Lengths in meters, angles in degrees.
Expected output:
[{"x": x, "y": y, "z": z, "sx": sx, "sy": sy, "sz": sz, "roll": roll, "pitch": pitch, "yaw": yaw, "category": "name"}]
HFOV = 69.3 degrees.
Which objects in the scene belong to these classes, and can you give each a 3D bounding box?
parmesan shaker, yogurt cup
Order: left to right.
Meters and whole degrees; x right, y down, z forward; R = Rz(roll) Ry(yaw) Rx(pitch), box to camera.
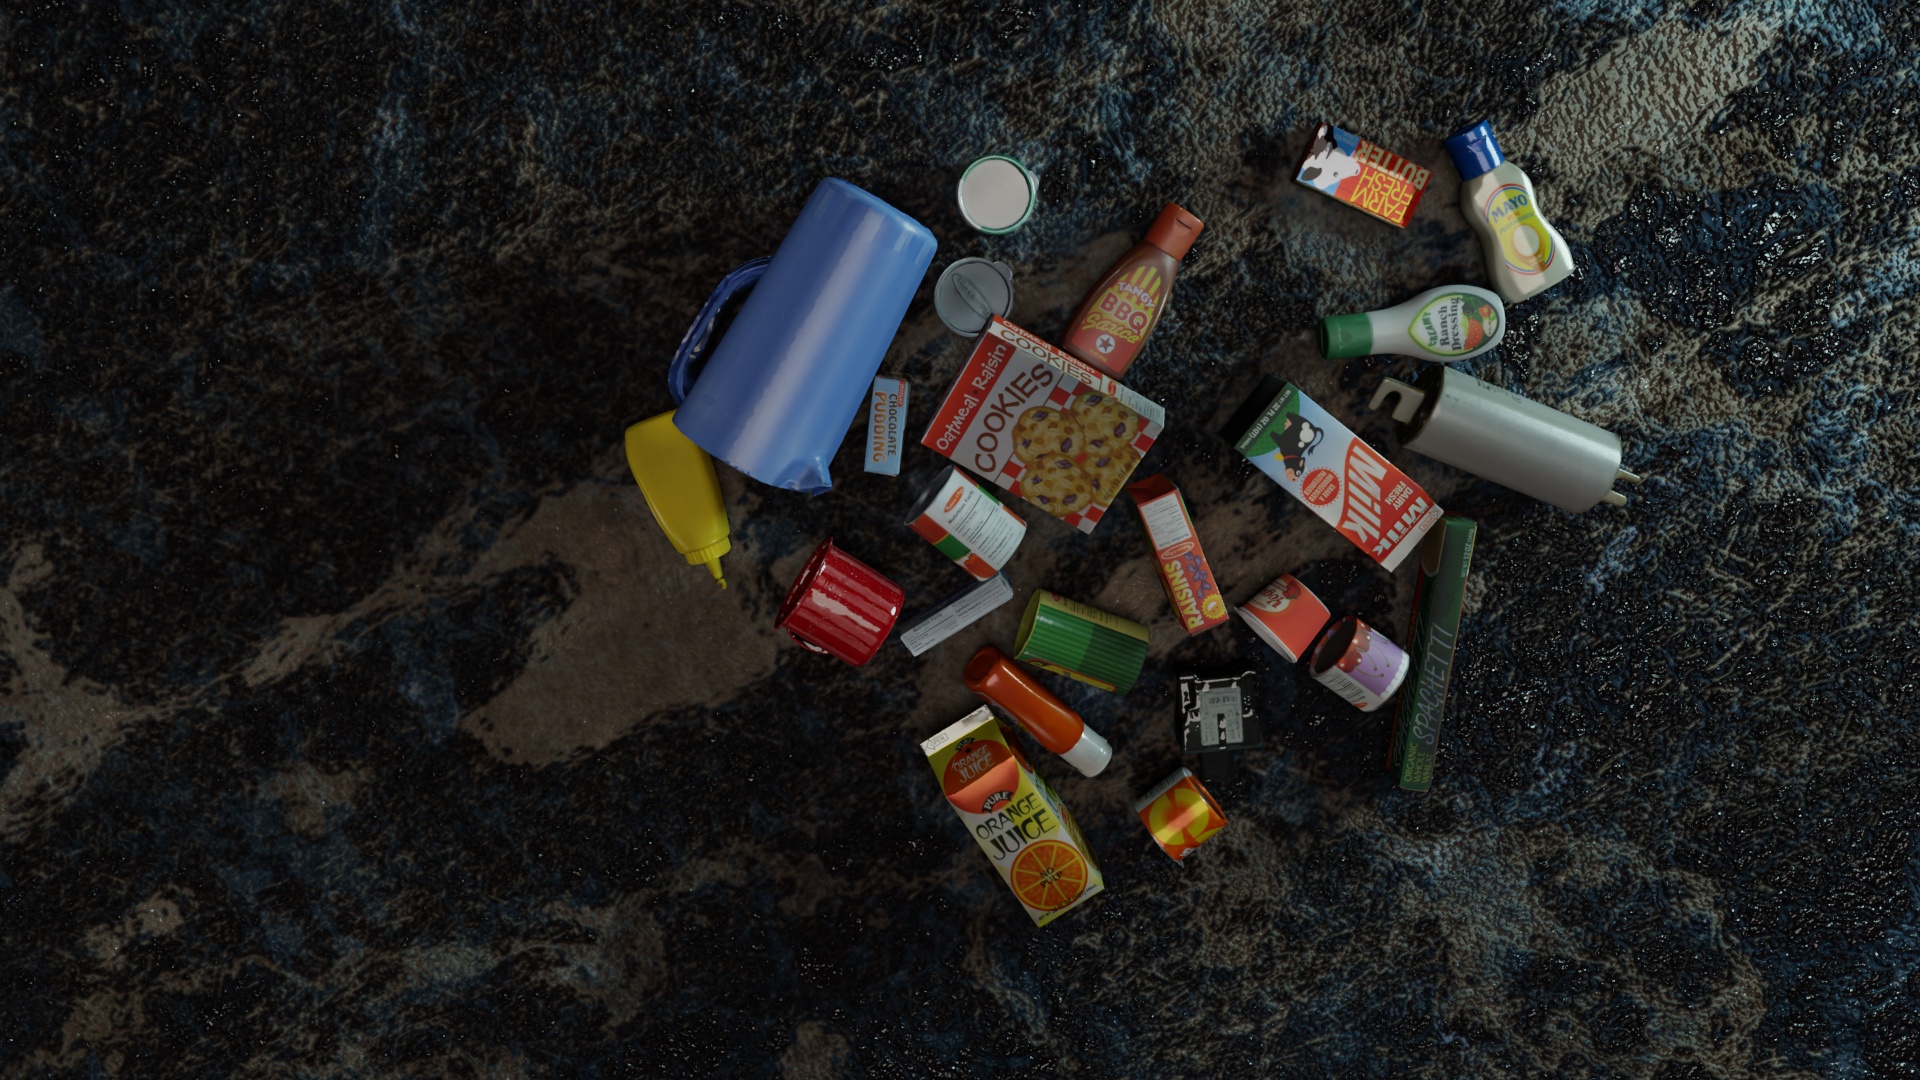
[{"x": 0.105, "y": 0.090, "z": 1.212, "sx": 0.103, "sy": 0.071, "sz": 0.071, "roll": 20, "pitch": 102, "yaw": -5, "category": "parmesan shaker"}, {"x": 0.285, "y": 0.066, "z": 1.215, "sx": 0.072, "sy": 0.072, "sz": 0.054, "roll": 44, "pitch": 90, "yaw": -9, "category": "yogurt cup"}]

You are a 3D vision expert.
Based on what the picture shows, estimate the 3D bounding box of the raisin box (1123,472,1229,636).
[{"x": 0.184, "y": 0.010, "z": 1.189, "sx": 0.040, "sy": 0.086, "sz": 0.123, "roll": -23, "pitch": 102, "yaw": 3, "category": "raisin box"}]

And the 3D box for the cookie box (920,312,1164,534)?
[{"x": 0.068, "y": -0.097, "z": 1.169, "sx": 0.167, "sy": 0.040, "sz": 0.122, "roll": 28, "pitch": 122, "yaw": -7, "category": "cookie box"}]

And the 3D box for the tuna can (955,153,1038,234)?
[{"x": 0.031, "y": -0.287, "z": 1.149, "sx": 0.071, "sy": 0.033, "sz": 0.071, "roll": 0, "pitch": 103, "yaw": 0, "category": "tuna can"}]

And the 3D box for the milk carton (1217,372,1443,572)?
[{"x": 0.319, "y": -0.055, "z": 1.183, "sx": 0.190, "sy": 0.073, "sz": 0.072, "roll": 38, "pitch": 99, "yaw": -9, "category": "milk carton"}]

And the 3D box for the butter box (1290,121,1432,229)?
[{"x": 0.333, "y": -0.303, "z": 1.155, "sx": 0.103, "sy": 0.024, "sz": 0.053, "roll": 22, "pitch": 102, "yaw": -5, "category": "butter box"}]

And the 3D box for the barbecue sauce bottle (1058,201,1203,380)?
[{"x": 0.147, "y": -0.211, "z": 1.162, "sx": 0.065, "sy": 0.044, "sz": 0.148, "roll": 32, "pitch": 100, "yaw": -10, "category": "barbecue sauce bottle"}]

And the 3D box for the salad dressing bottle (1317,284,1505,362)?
[{"x": 0.379, "y": -0.179, "z": 1.172, "sx": 0.148, "sy": 0.044, "sz": 0.064, "roll": -7, "pitch": 101, "yaw": 1, "category": "salad dressing bottle"}]

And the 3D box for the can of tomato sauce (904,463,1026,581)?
[{"x": 0.004, "y": -0.015, "z": 1.190, "sx": 0.083, "sy": 0.071, "sz": 0.071, "roll": 38, "pitch": 99, "yaw": -12, "category": "can of tomato sauce"}]

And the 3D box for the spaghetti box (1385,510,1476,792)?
[{"x": 0.416, "y": 0.099, "z": 1.230, "sx": 0.029, "sy": 0.050, "sz": 0.249, "roll": 6, "pitch": 102, "yaw": 0, "category": "spaghetti box"}]

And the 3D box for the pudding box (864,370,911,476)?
[{"x": -0.061, "y": -0.100, "z": 1.180, "sx": 0.030, "sy": 0.050, "sz": 0.083, "roll": 7, "pitch": 102, "yaw": -1, "category": "pudding box"}]

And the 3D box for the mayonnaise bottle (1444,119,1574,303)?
[{"x": 0.450, "y": -0.275, "z": 1.154, "sx": 0.065, "sy": 0.041, "sz": 0.148, "roll": -29, "pitch": 102, "yaw": 7, "category": "mayonnaise bottle"}]

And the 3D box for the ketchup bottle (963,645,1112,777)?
[{"x": 0.071, "y": 0.154, "z": 1.233, "sx": 0.148, "sy": 0.065, "sz": 0.043, "roll": 40, "pitch": 88, "yaw": -17, "category": "ketchup bottle"}]

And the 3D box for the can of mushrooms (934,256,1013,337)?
[{"x": 0.013, "y": -0.206, "z": 1.166, "sx": 0.071, "sy": 0.033, "sz": 0.071, "roll": 0, "pitch": 102, "yaw": 0, "category": "can of mushrooms"}]

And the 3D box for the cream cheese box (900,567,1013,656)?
[{"x": -0.003, "y": 0.061, "z": 1.214, "sx": 0.104, "sy": 0.053, "sz": 0.024, "roll": -32, "pitch": 99, "yaw": 6, "category": "cream cheese box"}]

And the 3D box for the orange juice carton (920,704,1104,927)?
[{"x": 0.046, "y": 0.240, "z": 1.244, "sx": 0.072, "sy": 0.073, "sz": 0.192, "roll": -33, "pitch": 100, "yaw": 6, "category": "orange juice carton"}]

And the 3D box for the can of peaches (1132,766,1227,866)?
[{"x": 0.200, "y": 0.248, "z": 1.251, "sx": 0.058, "sy": 0.071, "sz": 0.071, "roll": -40, "pitch": 100, "yaw": 7, "category": "can of peaches"}]

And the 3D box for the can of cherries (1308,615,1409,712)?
[{"x": 0.351, "y": 0.106, "z": 1.225, "sx": 0.058, "sy": 0.071, "sz": 0.071, "roll": 33, "pitch": 100, "yaw": -7, "category": "can of cherries"}]

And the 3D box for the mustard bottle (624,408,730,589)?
[{"x": -0.234, "y": -0.031, "z": 1.193, "sx": 0.065, "sy": 0.049, "sz": 0.160, "roll": -18, "pitch": 103, "yaw": 4, "category": "mustard bottle"}]
